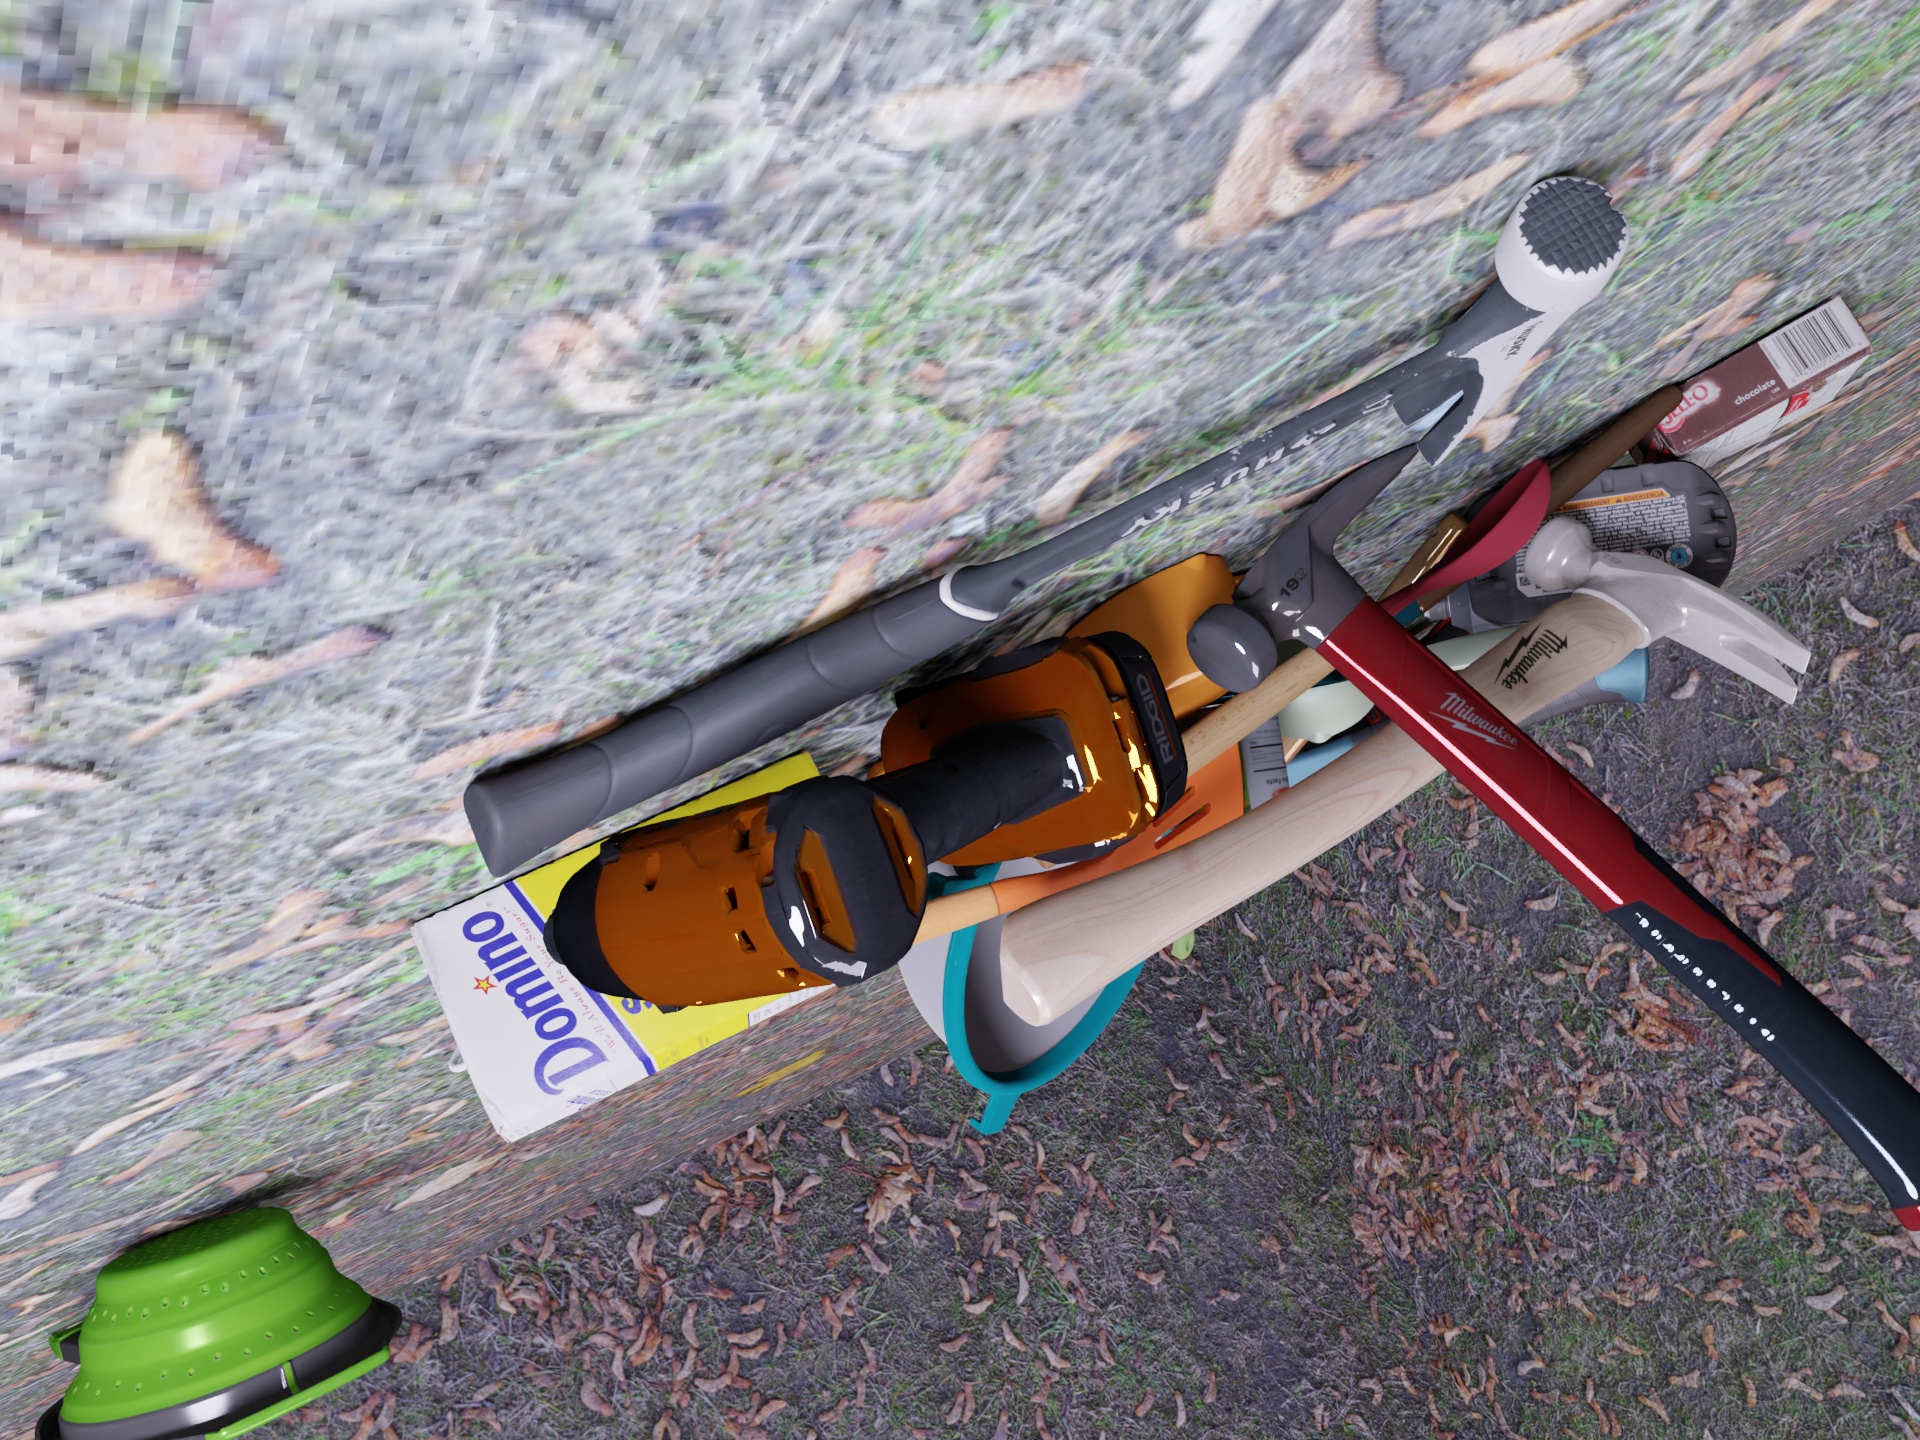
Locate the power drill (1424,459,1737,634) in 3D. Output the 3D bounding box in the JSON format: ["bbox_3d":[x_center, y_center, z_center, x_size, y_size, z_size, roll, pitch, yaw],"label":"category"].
[{"bbox_3d":[0.363,-0.088,0.947,0.171,0.080,0.223,-7,175,17],"label":"power drill"}]

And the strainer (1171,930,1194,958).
[{"bbox_3d":[0.146,0.111,1.215,0.151,0.069,0.256,-54,154,-23],"label":"strainer"}]

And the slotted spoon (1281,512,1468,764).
[{"bbox_3d":[0.199,0.007,0.939,0.313,0.031,0.070,-58,-163,28],"label":"slotted spoon"}]

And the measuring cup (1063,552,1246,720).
[{"bbox_3d":[0.126,-0.039,0.748,0.173,0.052,0.095,-15,162,-37],"label":"measuring cup"}]

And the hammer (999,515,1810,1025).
[{"bbox_3d":[0.195,0.027,0.711,0.410,0.146,0.038,-28,135,-23],"label":"hammer"}]

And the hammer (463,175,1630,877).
[{"bbox_3d":[0.021,-0.050,0.538,0.409,0.036,0.149,-27,168,-3],"label":"hammer"}]

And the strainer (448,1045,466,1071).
[{"bbox_3d":[-0.138,0.092,0.754,0.087,0.050,0.258,-4,-169,38],"label":"strainer"}]

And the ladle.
[{"bbox_3d":[0.159,-0.026,0.727,0.315,0.031,0.069,-34,174,-15],"label":"ladle"}]

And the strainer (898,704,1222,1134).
[{"bbox_3d":[0.067,0.049,0.895,0.340,0.095,0.210,-45,140,-34],"label":"strainer"}]

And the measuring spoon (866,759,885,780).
[{"bbox_3d":[-0.001,-0.002,0.738,0.117,0.011,0.021,-37,153,24],"label":"measuring spoon"}]

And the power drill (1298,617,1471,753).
[{"bbox_3d":[0.306,-0.017,1.141,0.219,0.079,0.143,-25,160,-27],"label":"power drill"}]

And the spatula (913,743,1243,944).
[{"bbox_3d":[-0.011,0.083,0.717,0.322,0.041,0.081,-16,121,-11],"label":"spatula"}]

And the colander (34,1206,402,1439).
[{"bbox_3d":[-0.512,0.373,1.018,0.397,0.094,0.204,-15,179,42],"label":"colander"}]

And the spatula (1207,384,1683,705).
[{"bbox_3d":[0.245,-0.084,0.818,0.317,0.044,0.082,-37,179,-7],"label":"spatula"}]

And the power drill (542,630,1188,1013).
[{"bbox_3d":[-0.036,0.039,0.581,0.164,0.084,0.226,-16,-175,41],"label":"power drill"}]

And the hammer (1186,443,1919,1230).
[{"bbox_3d":[0.279,0.051,0.660,0.143,0.386,0.038,-43,172,-22],"label":"hammer"}]

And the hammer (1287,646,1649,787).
[{"bbox_3d":[0.261,0.018,0.987,0.331,0.128,0.033,-21,175,24],"label":"hammer"}]

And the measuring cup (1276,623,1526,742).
[{"bbox_3d":[0.231,-0.039,0.852,0.167,0.083,0.038,-12,140,19],"label":"measuring cup"}]
